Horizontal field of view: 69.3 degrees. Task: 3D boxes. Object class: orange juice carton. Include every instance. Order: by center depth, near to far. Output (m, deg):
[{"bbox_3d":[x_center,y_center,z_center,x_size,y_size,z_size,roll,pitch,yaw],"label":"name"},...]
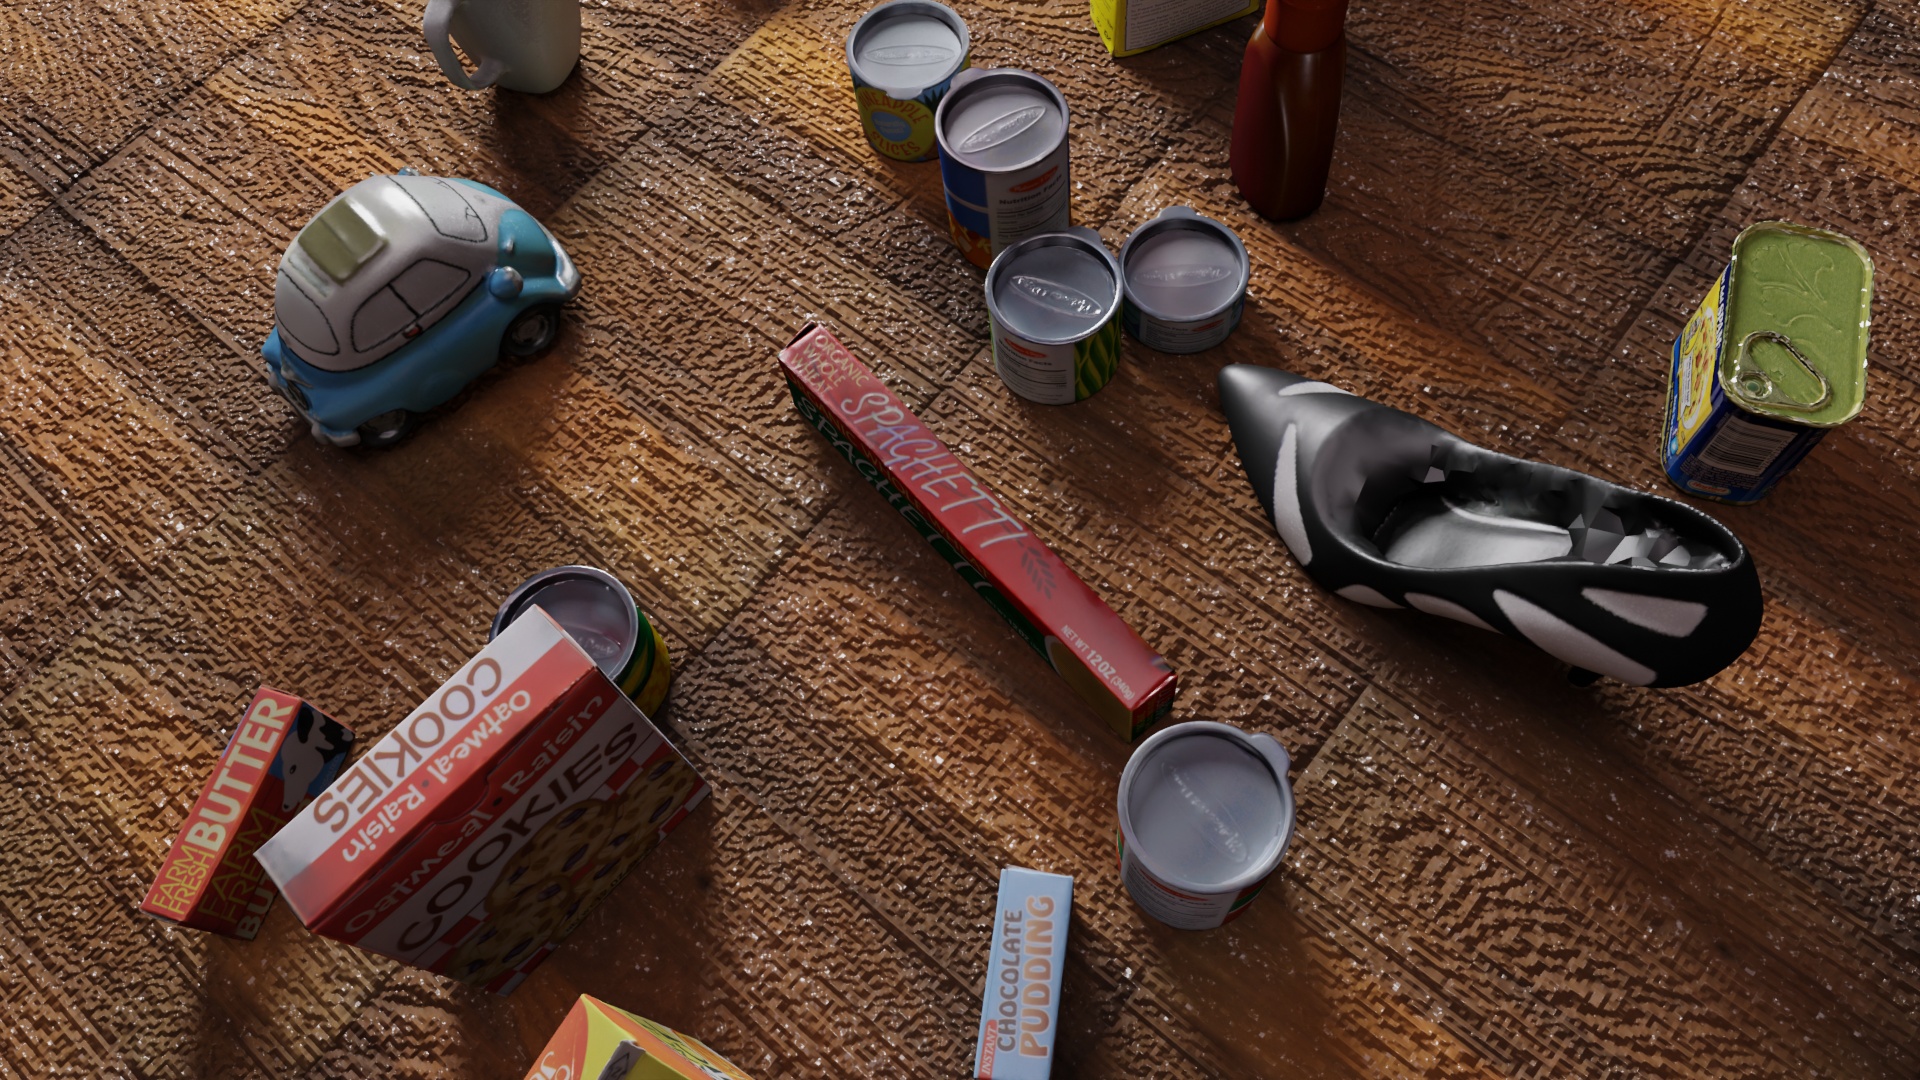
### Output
[{"bbox_3d":[-0.106,0.211,0.471,0.073,0.192,0.072,28,70,17],"label":"orange juice carton"}]

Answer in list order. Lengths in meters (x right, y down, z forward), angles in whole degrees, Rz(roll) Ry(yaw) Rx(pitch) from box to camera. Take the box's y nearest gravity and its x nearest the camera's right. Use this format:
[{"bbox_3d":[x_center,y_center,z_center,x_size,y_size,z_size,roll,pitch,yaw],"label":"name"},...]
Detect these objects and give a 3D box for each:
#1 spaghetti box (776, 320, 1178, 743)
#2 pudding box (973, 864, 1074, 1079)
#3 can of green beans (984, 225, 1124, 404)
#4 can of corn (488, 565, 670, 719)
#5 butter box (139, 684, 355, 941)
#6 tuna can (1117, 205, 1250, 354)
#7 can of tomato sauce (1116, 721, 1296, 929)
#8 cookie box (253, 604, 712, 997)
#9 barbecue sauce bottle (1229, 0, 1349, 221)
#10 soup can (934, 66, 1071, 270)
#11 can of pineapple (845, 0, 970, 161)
[{"bbox_3d":[0.002,-0.008,0.645,0.029,0.050,0.250,-40,67,-13],"label":"spaghetti box"},{"bbox_3d":[0.026,0.177,0.555,0.030,0.049,0.084,6,65,8],"label":"pudding box"},{"bbox_3d":[0.047,-0.109,0.685,0.071,0.057,0.071,-2,64,4],"label":"can of green beans"},{"bbox_3d":[-0.170,0.055,0.625,0.071,0.058,0.071,-2,64,4],"label":"can of corn"},{"bbox_3d":[-0.309,0.120,0.609,0.024,0.053,0.104,14,67,12],"label":"butter box"},{"bbox_3d":[0.112,-0.132,0.705,0.071,0.032,0.071,-2,64,4],"label":"tuna can"},{"bbox_3d":[0.097,0.115,0.559,0.071,0.082,0.071,-2,65,4],"label":"can of tomato sauce"},{"bbox_3d":[-0.171,0.108,0.539,0.040,0.166,0.123,39,74,20],"label":"cookie box"},{"bbox_3d":[0.163,-0.225,0.681,0.044,0.148,0.065,-19,65,-4],"label":"barbecue sauce bottle"},{"bbox_3d":[0.022,-0.189,0.712,0.071,0.083,0.071,-2,65,4],"label":"soup can"},{"bbox_3d":[-0.027,-0.249,0.759,0.071,0.057,0.071,-2,64,4],"label":"can of pineapple"}]
